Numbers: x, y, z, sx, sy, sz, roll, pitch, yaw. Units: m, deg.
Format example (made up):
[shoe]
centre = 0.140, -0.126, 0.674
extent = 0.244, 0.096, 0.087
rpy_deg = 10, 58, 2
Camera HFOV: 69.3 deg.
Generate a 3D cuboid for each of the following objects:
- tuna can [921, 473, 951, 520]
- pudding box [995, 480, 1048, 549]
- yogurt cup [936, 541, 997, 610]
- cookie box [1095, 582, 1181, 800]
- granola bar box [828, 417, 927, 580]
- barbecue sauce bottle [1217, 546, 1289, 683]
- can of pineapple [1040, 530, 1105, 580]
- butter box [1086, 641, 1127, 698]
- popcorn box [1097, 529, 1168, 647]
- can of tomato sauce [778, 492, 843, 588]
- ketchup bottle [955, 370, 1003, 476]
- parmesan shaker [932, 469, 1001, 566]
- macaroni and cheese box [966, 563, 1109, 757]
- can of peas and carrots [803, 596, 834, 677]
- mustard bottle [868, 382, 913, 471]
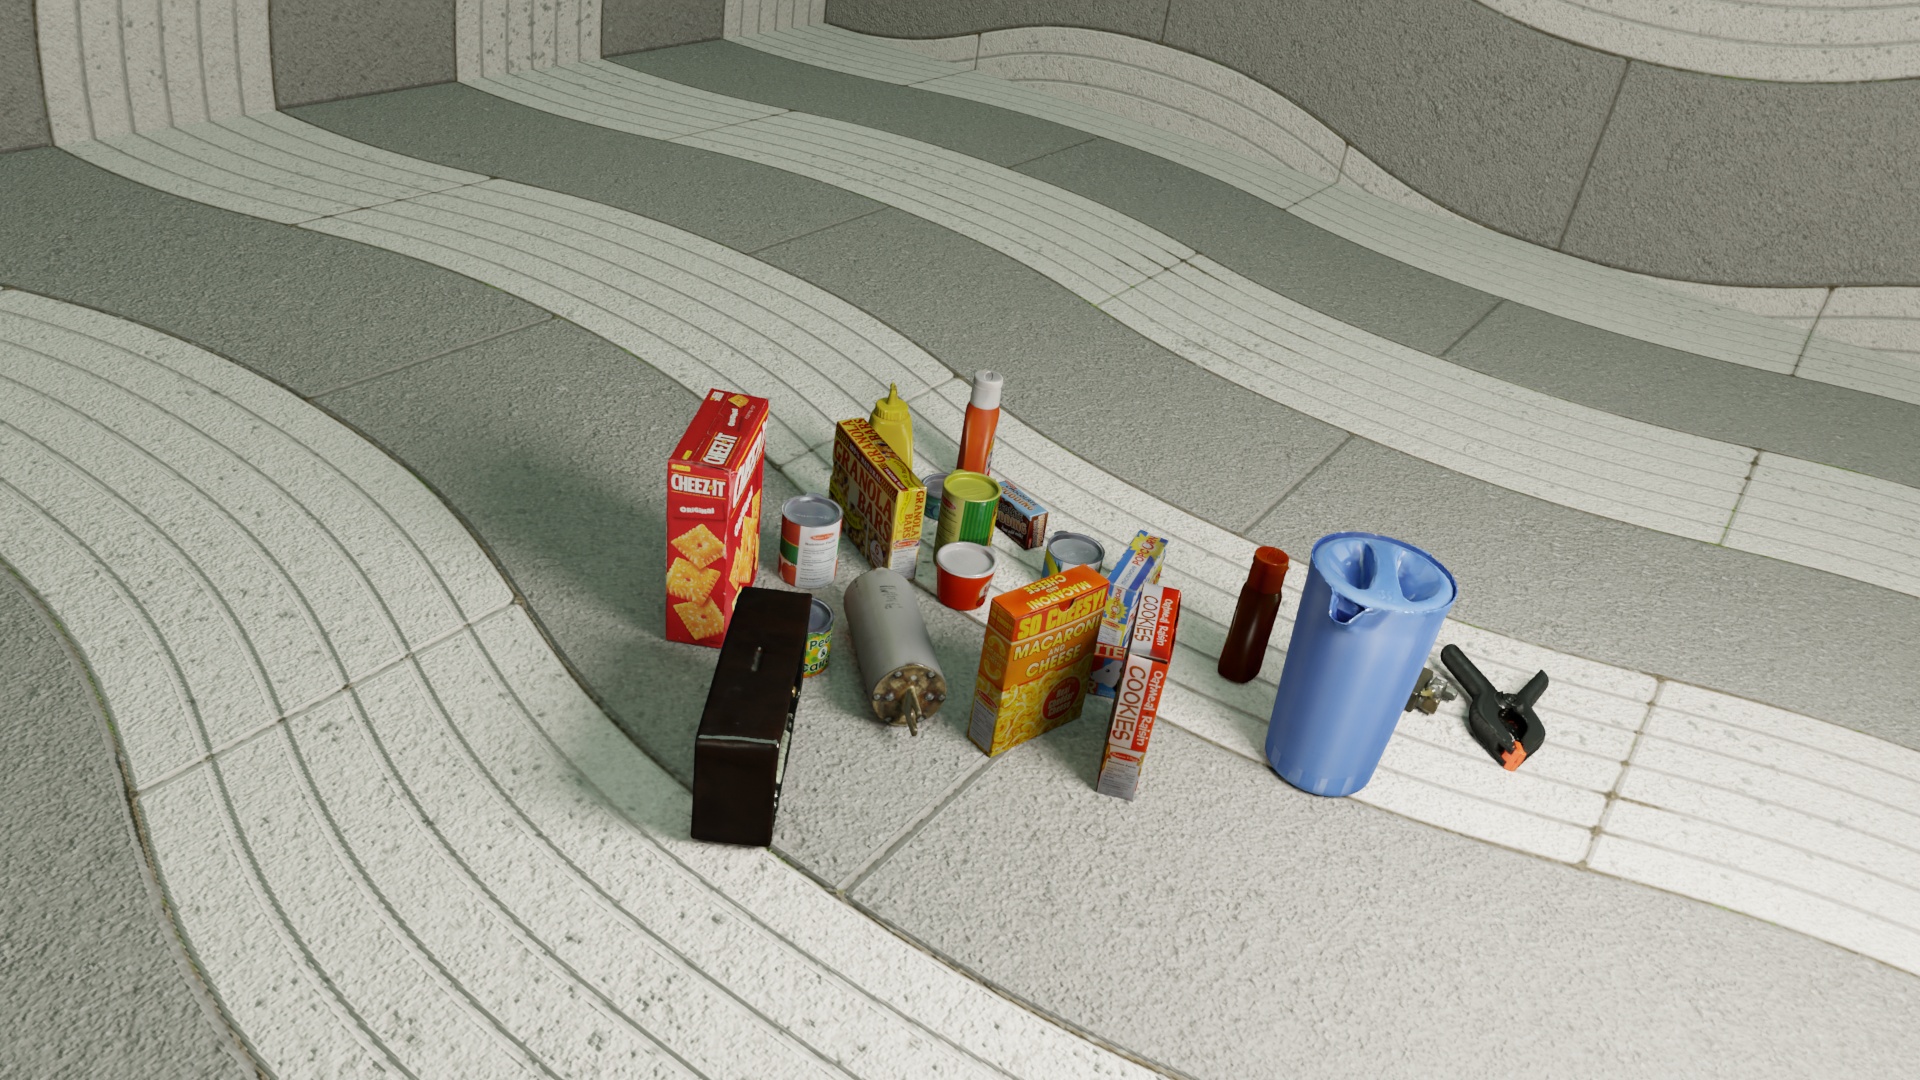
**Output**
[tuna can]
centre = -0.017, -0.051, 1.695
extent = 0.071, 0.032, 0.071
rpy_deg = 7, 32, -4
[pudding box]
centre = 0.067, -0.031, 1.670
extent = 0.030, 0.049, 0.084
rpy_deg = -16, 40, -34
[yogurt cup]
centre = 0.004, 0.041, 1.536
extent = 0.072, 0.053, 0.073
rpy_deg = 7, 32, -4
[cookie box]
centre = 0.169, 0.142, 1.313
extent = 0.040, 0.166, 0.123
rpy_deg = 13, 32, 6
[granola bar box]
centre = -0.098, -0.047, 1.583
extent = 0.039, 0.123, 0.166
rpy_deg = -10, 37, -28
[barbecue sauce bottle]
centre = 0.312, 0.077, 1.469
extent = 0.044, 0.147, 0.065
rpy_deg = 23, 35, 21
[can of pineapple]
centre = 0.126, 0.031, 1.579
extent = 0.071, 0.057, 0.071
rpy_deg = 7, 32, -4
[butter box]
centre = 0.129, 0.129, 1.429
extent = 0.103, 0.052, 0.024
rpy_deg = 12, 32, 4
[popcorn box]
centre = 0.187, 0.055, 1.530
extent = 0.038, 0.084, 0.127
rpy_deg = 20, 33, 16
[can of tomato sauce]
centre = -0.166, 0.000, 1.530
extent = 0.071, 0.082, 0.071
rpy_deg = 7, 32, -4
[ketchup bottle]
centre = 0.024, -0.139, 1.737
extent = 0.043, 0.148, 0.065
rpy_deg = 9, 32, 0
[parmesan shaker]
centre = 0.006, -0.020, 1.586
extent = 0.071, 0.102, 0.072
rpy_deg = 7, 32, -4
[macaroni and cheese box]
centre = 0.075, 0.115, 1.332
extent = 0.124, 0.165, 0.040
rpy_deg = -18, 41, -37
[can of peas and carrots]
centre = -0.161, 0.098, 1.400
extent = 0.071, 0.058, 0.071
rpy_deg = 7, 32, -4
[mustard bottle]
centre = -0.086, -0.120, 1.668
extent = 0.065, 0.159, 0.049
rpy_deg = 1, 33, -13
